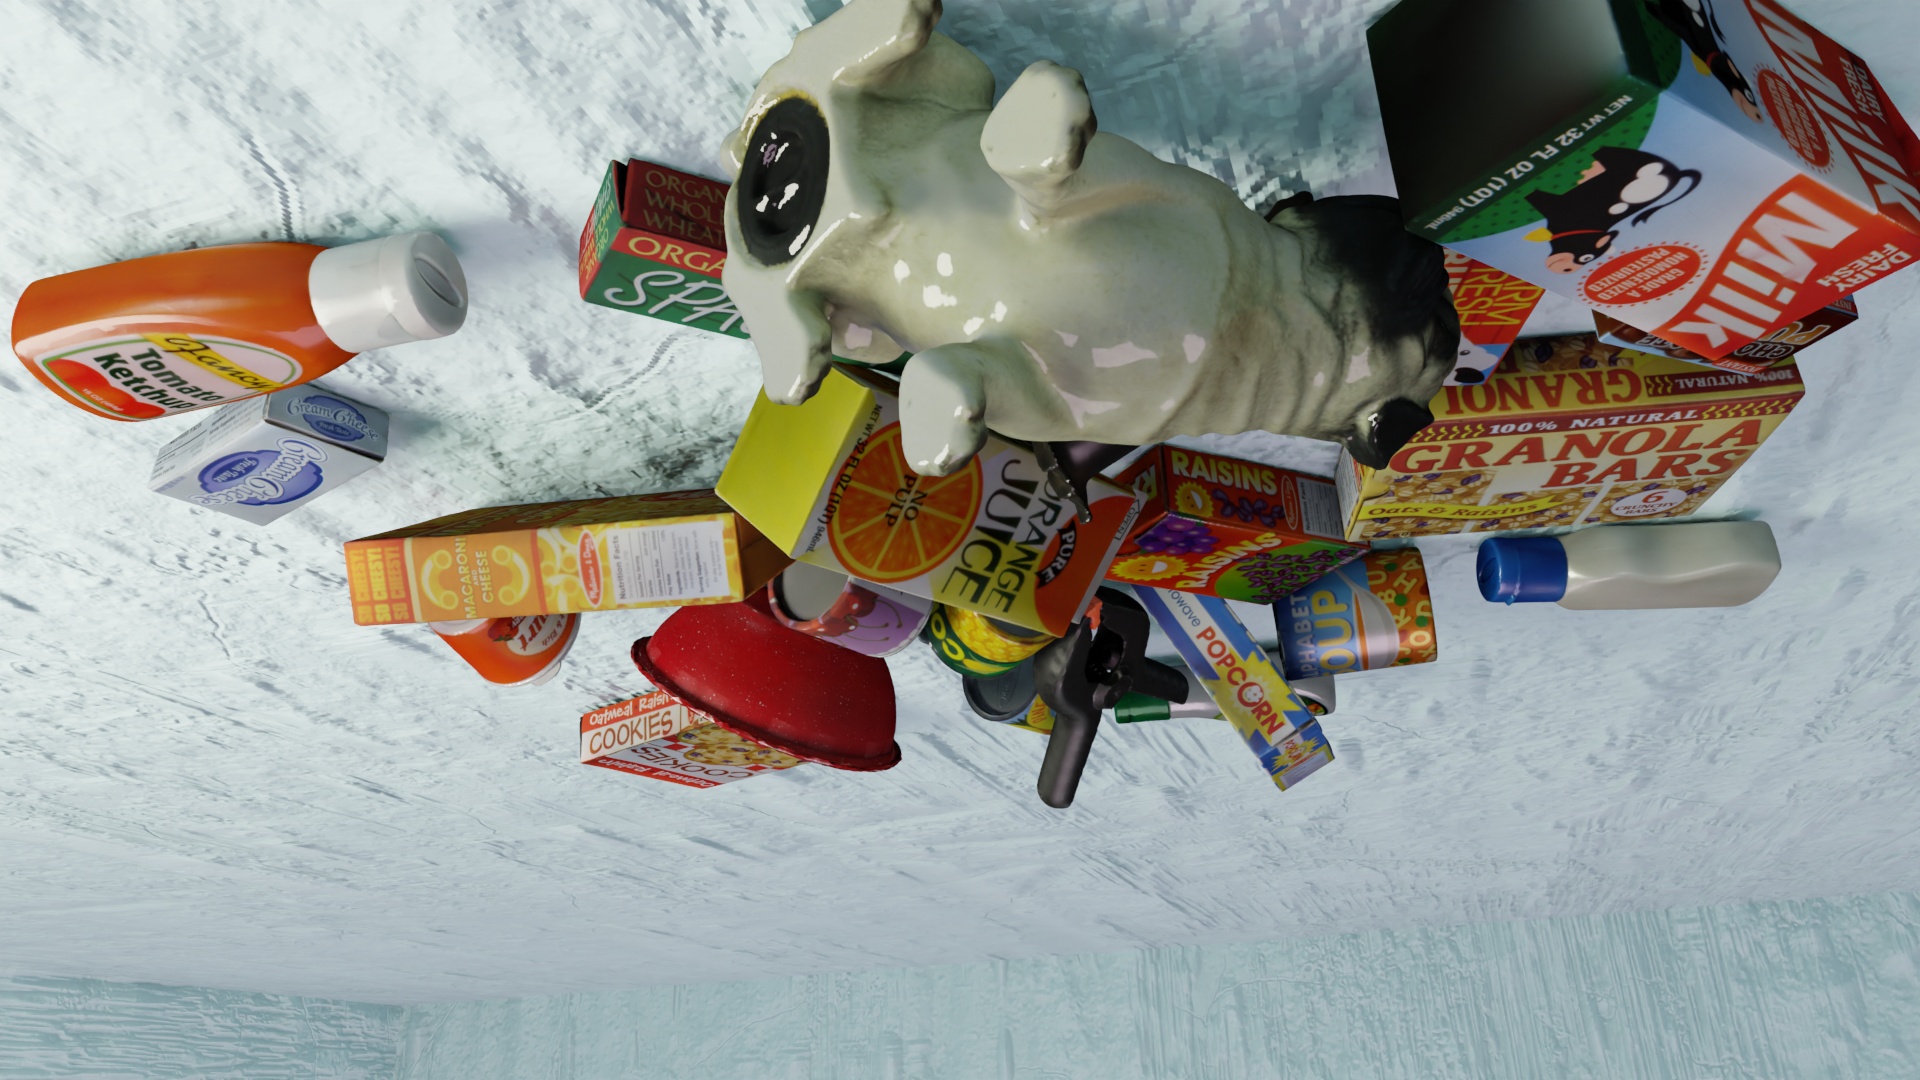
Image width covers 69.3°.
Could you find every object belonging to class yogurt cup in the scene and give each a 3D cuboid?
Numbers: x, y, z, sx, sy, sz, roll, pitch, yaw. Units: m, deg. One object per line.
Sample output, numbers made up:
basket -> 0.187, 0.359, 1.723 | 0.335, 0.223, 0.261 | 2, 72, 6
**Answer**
yogurt cup -> -0.244, 0.037, 0.734 | 0.072, 0.073, 0.053 | -10, 147, 17

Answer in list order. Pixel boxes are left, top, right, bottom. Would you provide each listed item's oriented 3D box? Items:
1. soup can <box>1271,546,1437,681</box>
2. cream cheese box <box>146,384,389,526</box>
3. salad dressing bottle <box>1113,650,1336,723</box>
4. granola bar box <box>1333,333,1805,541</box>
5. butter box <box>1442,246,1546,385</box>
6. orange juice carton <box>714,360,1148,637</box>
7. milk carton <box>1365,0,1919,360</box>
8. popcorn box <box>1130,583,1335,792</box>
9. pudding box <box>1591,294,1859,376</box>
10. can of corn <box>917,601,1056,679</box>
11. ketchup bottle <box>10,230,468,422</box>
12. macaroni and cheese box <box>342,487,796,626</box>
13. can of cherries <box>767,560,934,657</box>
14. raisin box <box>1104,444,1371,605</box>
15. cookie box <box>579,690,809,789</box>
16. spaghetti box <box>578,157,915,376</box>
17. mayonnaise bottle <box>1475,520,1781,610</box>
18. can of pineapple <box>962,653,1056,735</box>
soup can -> 0.219, 0.043, 0.779 | 0.084, 0.071, 0.071 | -9, 156, 14
cream cheese box -> -0.300, -0.037, 0.602 | 0.103, 0.024, 0.053 | -19, 152, 34
salad dressing bottle -> 0.178, 0.101, 0.947 | 0.148, 0.044, 0.064 | -5, 155, 8
granola bar box -> 0.261, -0.045, 0.619 | 0.165, 0.039, 0.123 | -4, 157, 4
butter box -> 0.185, -0.091, 0.520 | 0.053, 0.024, 0.103 | -2, 157, 1
orange juice carton -> 0.002, -0.014, 0.588 | 0.193, 0.071, 0.073 | 19, -169, -40
milk carton -> 0.217, -0.112, 0.412 | 0.191, 0.074, 0.072 | 12, 152, -31
popcorn box -> 0.151, 0.071, 0.770 | 0.038, 0.127, 0.085 | -36, 150, 4
pudding box -> 0.285, -0.091, 0.523 | 0.084, 0.030, 0.049 | 8, 156, -22
can of corn -> 0.018, 0.035, 0.747 | 0.071, 0.071, 0.058 | 8, 154, -22
ketchup bottle -> -0.248, -0.078, 0.488 | 0.149, 0.044, 0.064 | -9, 156, 13
macaroni and cheese box -> -0.164, 0.005, 0.622 | 0.166, 0.040, 0.124 | -5, -172, 6
can of cherries -> -0.057, 0.023, 0.709 | 0.071, 0.072, 0.058 | -20, 151, 35
raisin box -> 0.129, -0.004, 0.701 | 0.123, 0.040, 0.085 | 10, 155, -25
cookie box -> -0.173, 0.138, 1.006 | 0.167, 0.040, 0.123 | -19, 152, 31
spaghetti box -> -0.012, -0.084, 0.515 | 0.250, 0.029, 0.050 | 10, 153, -27
mayonnaise bottle -> 0.365, 0.015, 0.768 | 0.148, 0.041, 0.064 | -1, 155, -1
can of pineapple -> 0.045, 0.086, 0.867 | 0.071, 0.071, 0.058 | -21, 151, 36
